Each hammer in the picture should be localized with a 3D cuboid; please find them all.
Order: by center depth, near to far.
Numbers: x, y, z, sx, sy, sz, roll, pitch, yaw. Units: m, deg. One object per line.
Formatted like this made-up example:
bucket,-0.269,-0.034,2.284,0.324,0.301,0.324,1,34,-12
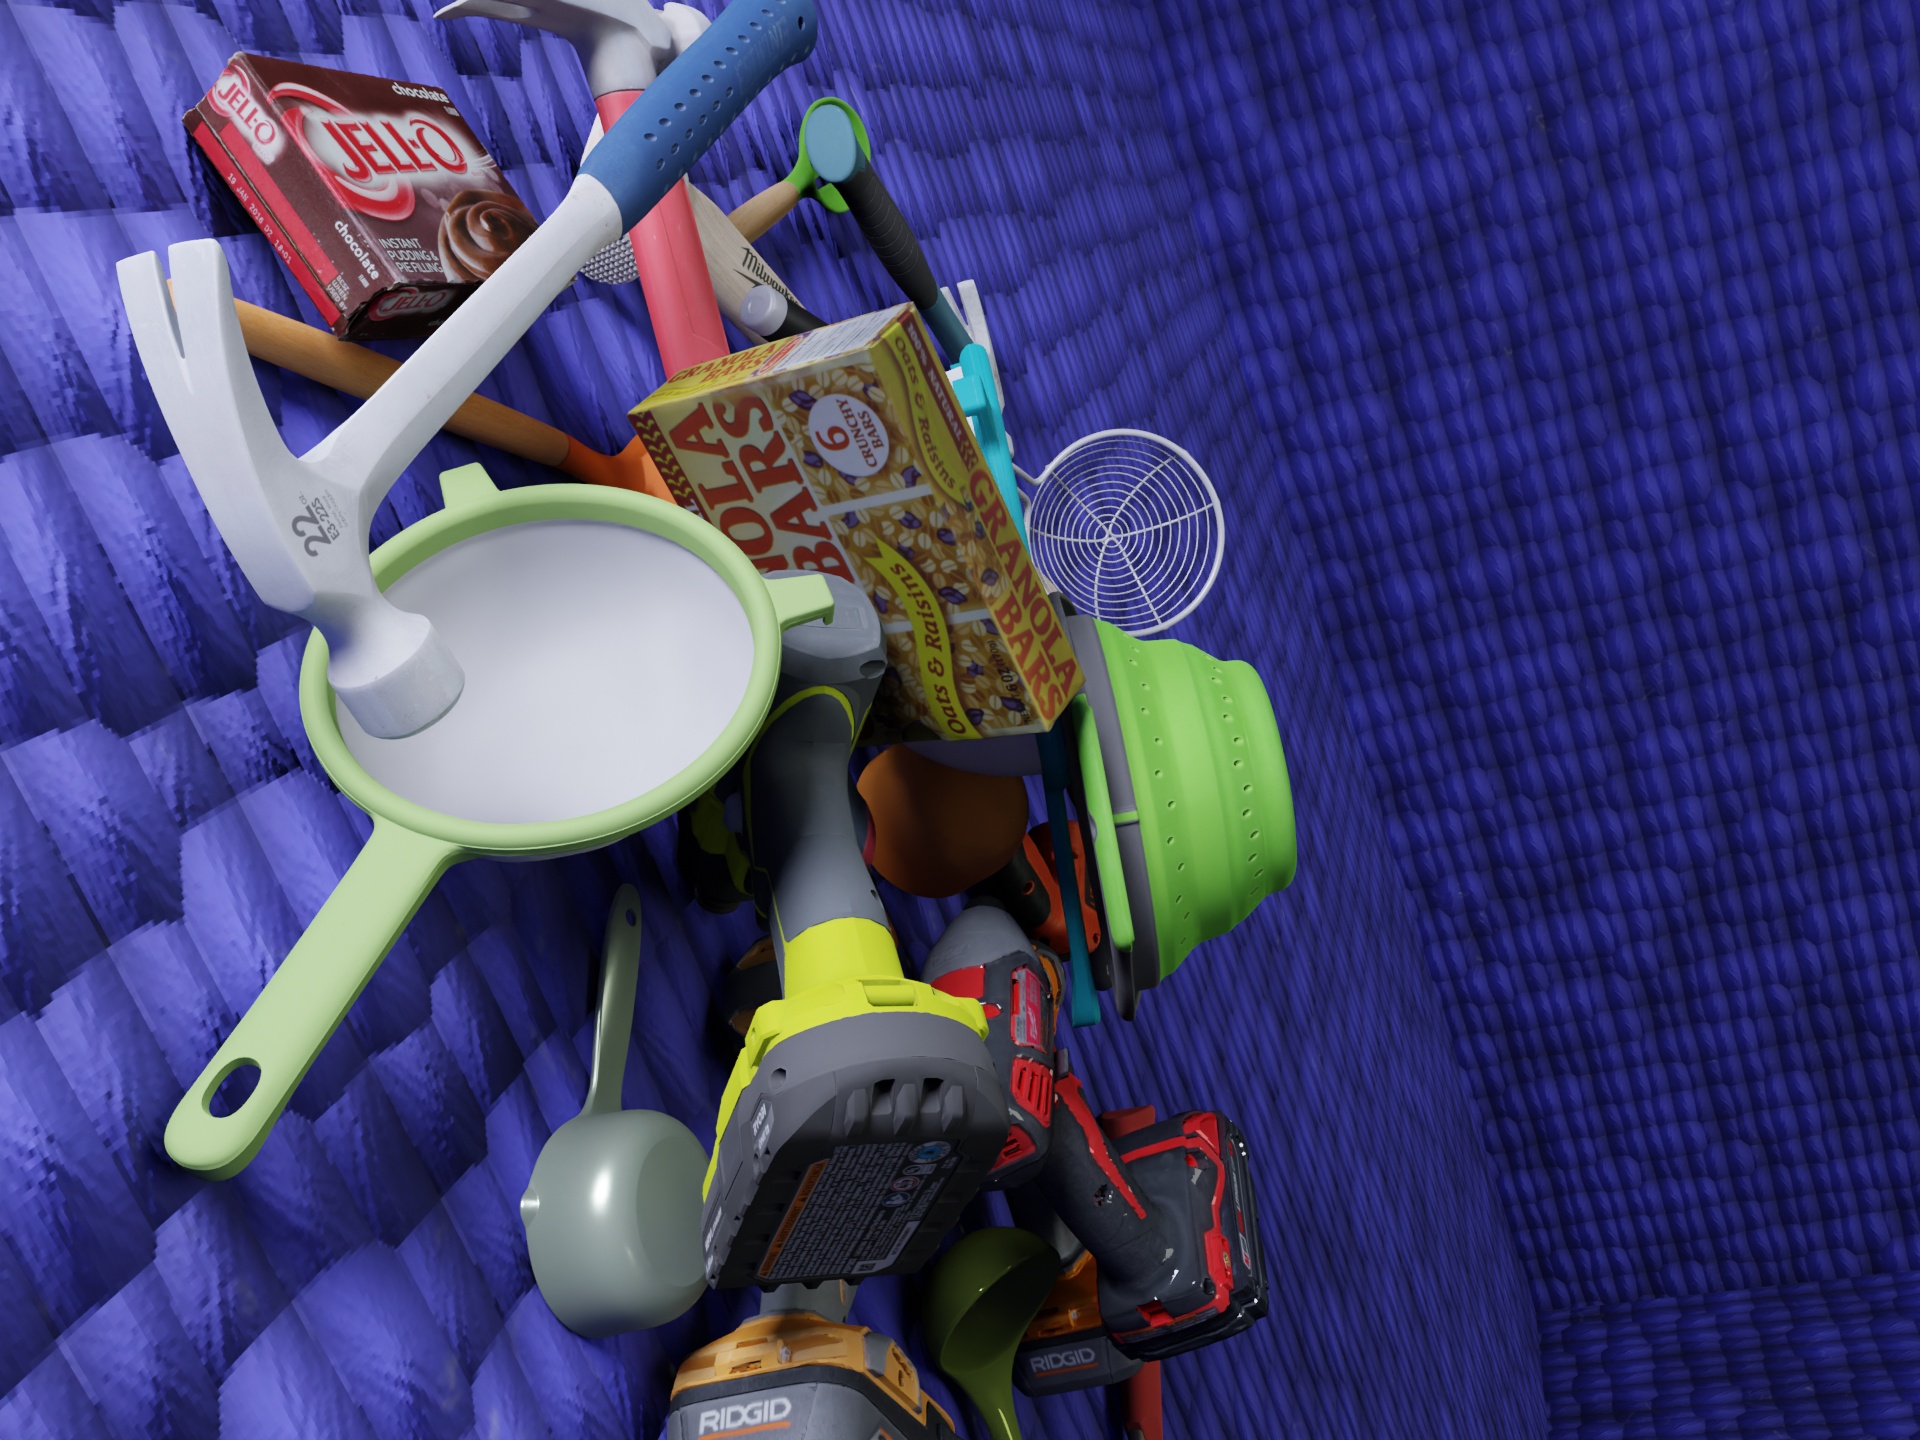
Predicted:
hammer,-0.134,-0.182,0.562,0.406,0.035,0.143,-69,147,-44
hammer,-0.109,-0.111,0.672,0.143,0.038,0.386,-30,108,-60
hammer,-0.054,-0.179,0.877,0.410,0.038,0.146,43,45,-45
hammer,0.115,0.414,0.984,0.149,0.037,0.359,53,30,-45
hammer,-0.028,-0.294,1.070,0.330,0.033,0.128,42,36,-66

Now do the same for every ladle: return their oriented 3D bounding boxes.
ladle,0.043,0.403,0.783,0.078,0.062,0.320,-16,95,-39

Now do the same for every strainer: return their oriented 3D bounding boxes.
strainer,-0.153,0.035,0.501,0.069,0.151,0.256,93,19,-54
strainer,-0.001,-0.002,0.764,0.211,0.095,0.340,-93,173,-75

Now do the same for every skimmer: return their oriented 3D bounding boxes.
skimmer,0.027,-0.145,0.875,0.363,0.090,0.127,23,91,-53

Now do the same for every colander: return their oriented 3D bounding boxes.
colander,0.105,0.031,0.833,0.397,0.094,0.204,-32,112,-88

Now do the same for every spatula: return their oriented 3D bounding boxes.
spatula,-0.167,-0.116,0.624,0.322,0.041,0.081,12,69,-66

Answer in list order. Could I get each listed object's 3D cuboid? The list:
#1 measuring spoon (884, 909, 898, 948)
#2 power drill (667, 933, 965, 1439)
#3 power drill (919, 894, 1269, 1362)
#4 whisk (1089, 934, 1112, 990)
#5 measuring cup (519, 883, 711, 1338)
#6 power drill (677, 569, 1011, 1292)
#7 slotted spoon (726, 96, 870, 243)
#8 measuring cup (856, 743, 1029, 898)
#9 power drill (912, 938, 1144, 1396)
measuring spoon,-0.055,0.075,0.818,0.021,0.011,0.116,-75,144,-54
power drill,-0.041,0.224,0.663,0.226,0.084,0.185,-90,156,-45
power drill,0.054,0.185,0.733,0.219,0.078,0.143,50,24,-30
whisk,0.129,0.088,1.226,0.073,0.073,0.296,60,32,-34
measuring cup,-0.115,0.135,0.581,0.083,0.038,0.168,44,38,-54
power drill,-0.059,0.080,0.577,0.171,0.080,0.223,115,-30,-41
slotted spoon,-0.110,-0.301,0.921,0.314,0.031,0.070,-67,147,-56
measuring cup,-0.014,0.005,0.851,0.095,0.052,0.174,-1,74,-31
power drill,0.048,0.231,0.882,0.164,0.084,0.226,-9,80,-69
